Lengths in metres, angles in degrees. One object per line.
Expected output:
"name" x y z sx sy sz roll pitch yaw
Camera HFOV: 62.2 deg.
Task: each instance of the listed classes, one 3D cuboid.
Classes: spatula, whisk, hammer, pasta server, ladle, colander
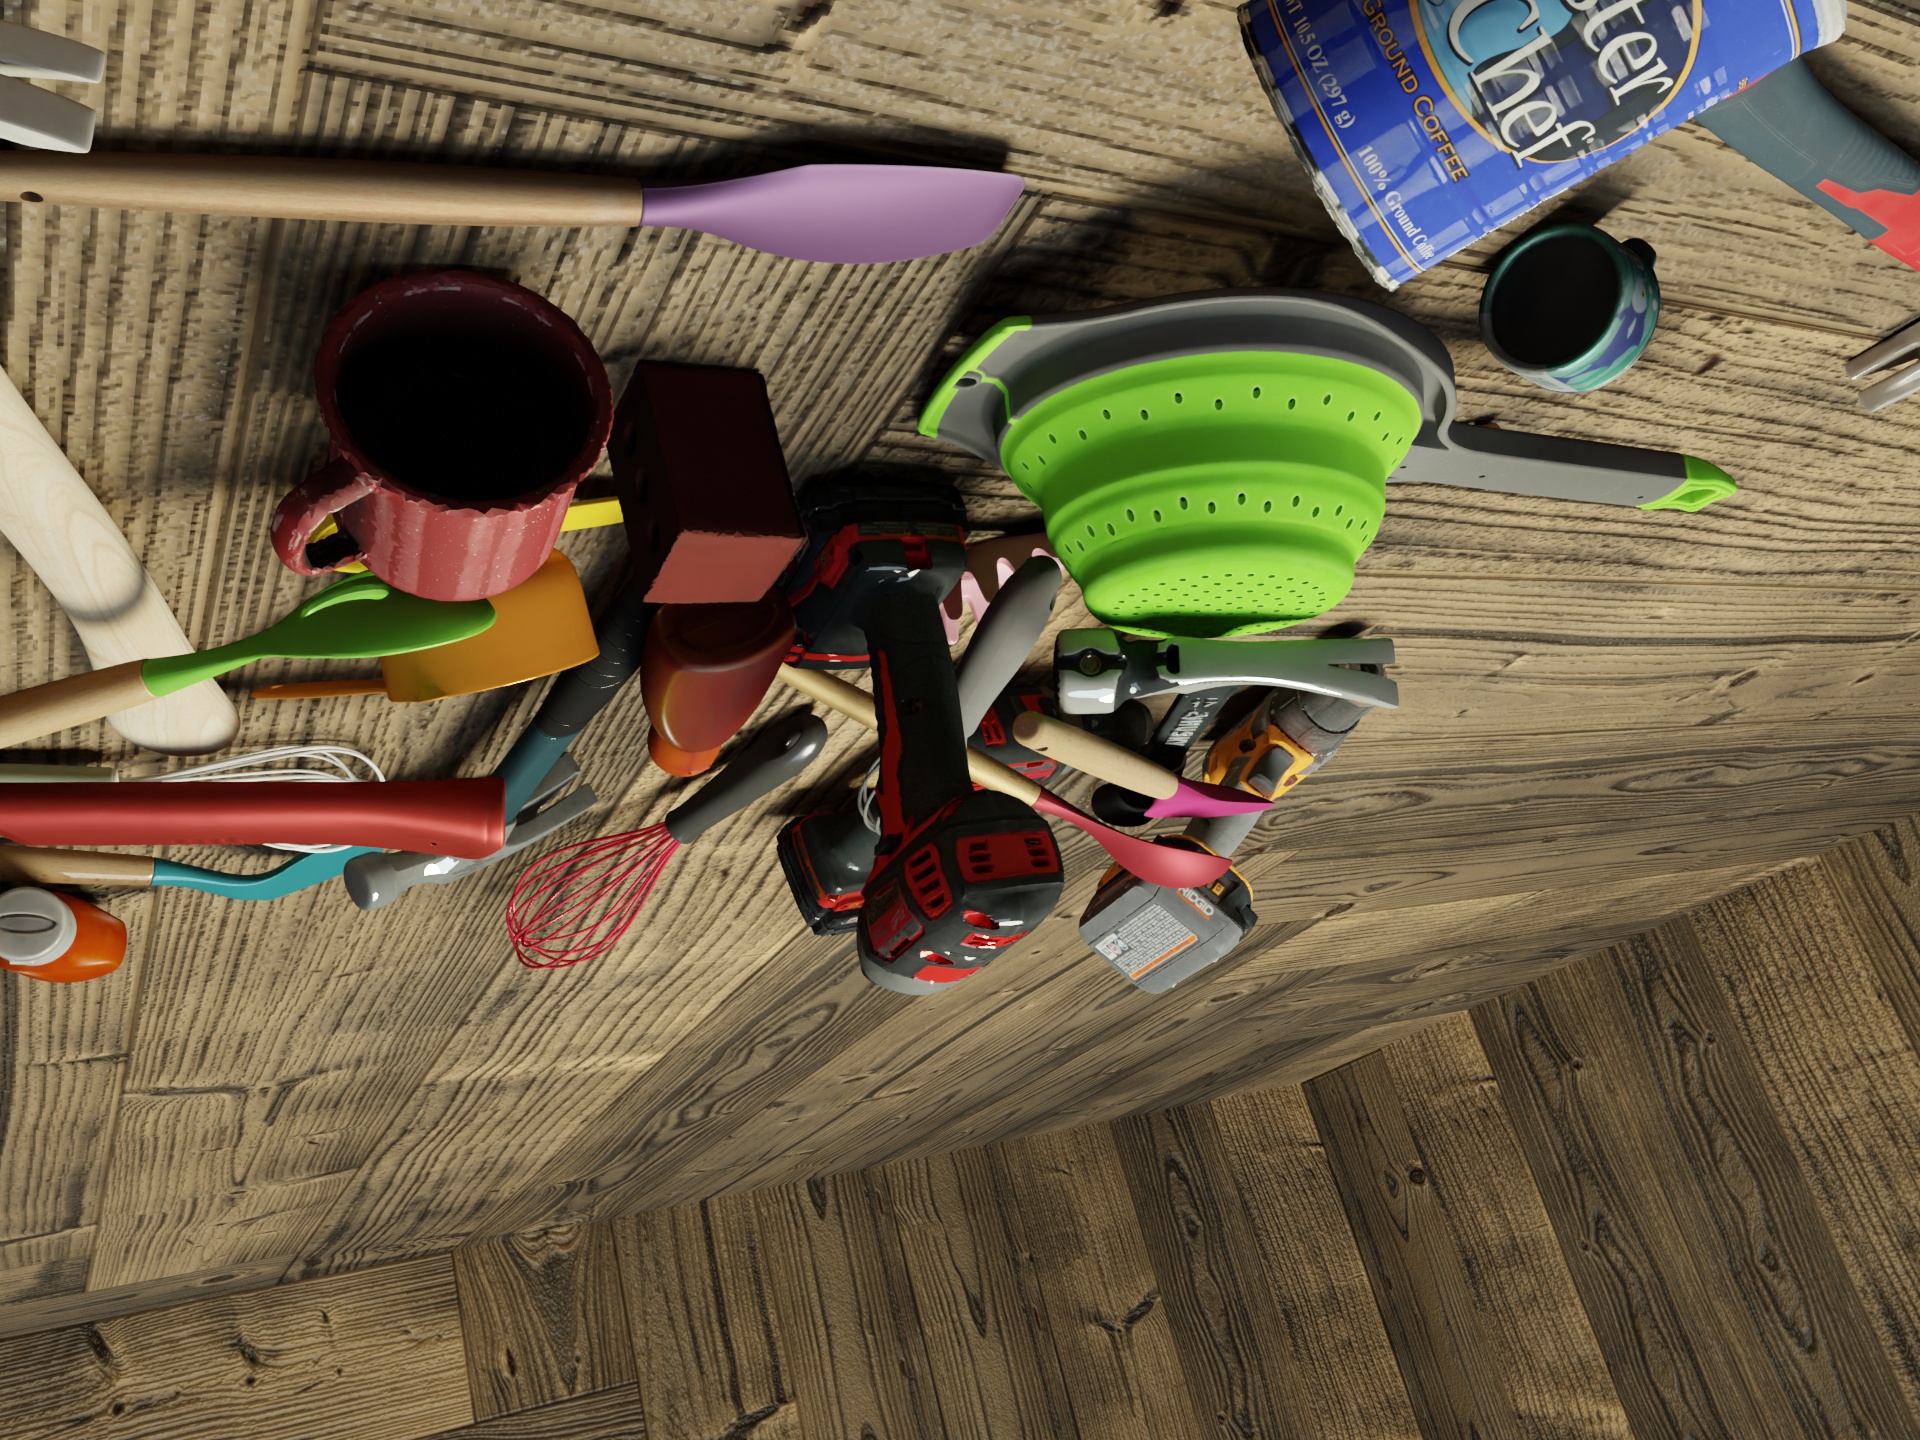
"spatula" -0.128 -0.163 0.501 0.315 0.018 0.059 -6 166 -25
"whisk" 0.000 -0.003 0.789 0.055 0.055 0.238 -4 147 -27
"hammer" -0.191 -0.007 0.779 0.128 0.033 0.331 -22 165 -48
"whisk" -0.187 0.076 0.990 0.296 0.073 0.073 -35 152 28
"spatula" -0.453 0.068 0.834 0.317 0.044 0.082 8 149 -37
"whisk" -0.399 0.035 0.764 0.246 0.059 0.057 4 108 -33
"hammer" -0.306 -0.076 0.542 0.146 0.038 0.410 -1 157 -9
"pasta server" 0.127 -0.099 0.805 0.316 0.040 0.060 -15 170 -5
"hammer" 0.394 -0.219 0.699 0.386 0.038 0.143 4 153 -40
"hammer" -0.384 0.035 0.690 0.359 0.037 0.149 1 145 -17
"ladle" 0.021 0.030 0.884 0.315 0.031 0.069 27 165 -21
"hammer" 0.114 0.015 0.851 0.149 0.036 0.408 -1 168 0
"colander" 0.181 -0.087 0.693 0.397 0.094 0.204 3 166 -20

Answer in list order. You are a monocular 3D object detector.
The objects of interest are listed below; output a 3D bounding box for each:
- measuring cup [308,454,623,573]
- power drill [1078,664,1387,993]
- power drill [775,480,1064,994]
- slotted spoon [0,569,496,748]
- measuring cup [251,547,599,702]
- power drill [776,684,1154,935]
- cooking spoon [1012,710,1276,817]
"measuring cup" -0.186 -0.090 0.641 0.156 0.029 0.062 -14 166 -39
"power drill" 0.187 0.057 1.045 0.226 0.084 0.185 -50 179 -32
"power drill" -0.029 0.013 0.720 0.078 0.220 0.143 -3 155 -28
"slotted spoon" -0.327 -0.009 0.595 0.314 0.031 0.070 -15 -158 5
"measuring cup" -0.238 -0.040 0.677 0.173 0.052 0.095 -4 -167 21
"power drill" 0.004 0.049 1.031 0.187 0.080 0.226 -5 153 -42
"cooking spoon" 0.092 0.027 0.774 0.069 0.017 0.318 -8 168 23
